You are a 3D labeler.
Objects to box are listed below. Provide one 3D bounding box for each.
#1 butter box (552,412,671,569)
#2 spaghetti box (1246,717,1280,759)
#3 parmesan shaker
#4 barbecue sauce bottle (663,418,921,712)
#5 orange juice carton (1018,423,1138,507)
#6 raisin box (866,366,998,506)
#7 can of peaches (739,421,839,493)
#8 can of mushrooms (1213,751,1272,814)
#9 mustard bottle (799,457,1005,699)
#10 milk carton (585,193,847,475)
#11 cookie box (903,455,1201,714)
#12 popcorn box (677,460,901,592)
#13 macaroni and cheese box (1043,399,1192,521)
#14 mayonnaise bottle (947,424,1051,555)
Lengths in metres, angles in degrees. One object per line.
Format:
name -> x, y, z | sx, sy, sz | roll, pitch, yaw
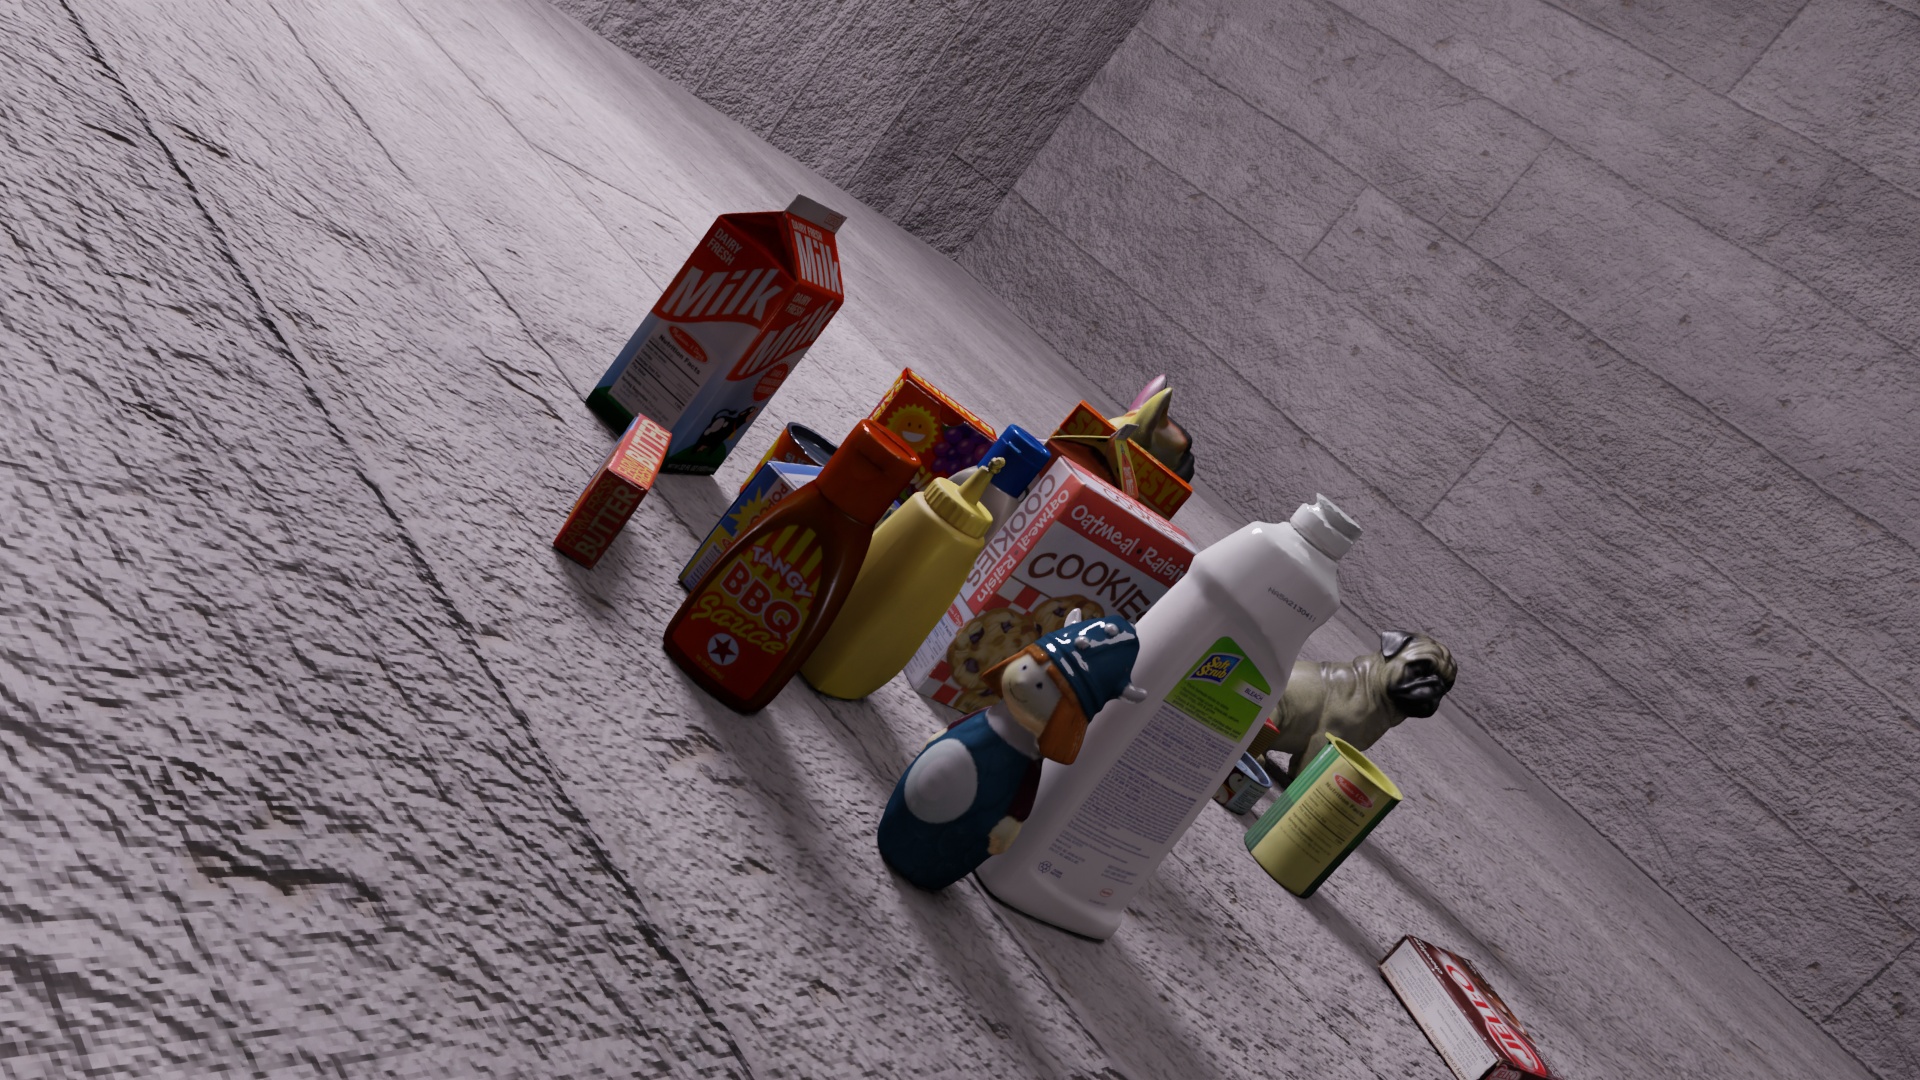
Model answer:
butter box -> -0.180, -0.028, 0.725 | 0.024, 0.053, 0.104 | 35, 13, -15
spaghetti box -> 0.169, 0.127, 1.147 | 0.250, 0.050, 0.029 | 30, 16, -34
parmesan shaker -> 0.267, 0.204, 1.034 | 0.071, 0.103, 0.071 | 37, 13, -10
barbecue sauce bottle -> -0.077, 0.009, 0.667 | 0.065, 0.148, 0.044 | 40, 13, 5
orange juice carton -> 0.065, -0.011, 1.017 | 0.073, 0.192, 0.072 | 41, 13, 10
raisin box -> -0.042, -0.053, 1.023 | 0.086, 0.123, 0.040 | 35, 13, -16
can of peaches -> -0.107, -0.037, 0.939 | 0.071, 0.058, 0.071 | 37, 13, -10
can of mushrooms -> 0.212, 0.183, 1.111 | 0.071, 0.033, 0.071 | 36, 13, -10
mustard bottle -> -0.027, 0.015, 0.756 | 0.049, 0.160, 0.065 | 46, 15, 30
milk carton -> -0.143, -0.137, 0.884 | 0.073, 0.190, 0.072 | 42, 13, 14
cookie box -> 0.059, 0.042, 0.879 | 0.123, 0.167, 0.040 | 29, 16, -37
popcorn box -> -0.093, 0.000, 0.791 | 0.038, 0.085, 0.127 | 43, 14, 16
macaroni and cheese box -> 0.098, -0.018, 1.185 | 0.124, 0.166, 0.040 | 39, 13, 2
mayonnaise bottle -> 0.003, -0.012, 0.953 | 0.065, 0.147, 0.041 | 43, 13, 17
